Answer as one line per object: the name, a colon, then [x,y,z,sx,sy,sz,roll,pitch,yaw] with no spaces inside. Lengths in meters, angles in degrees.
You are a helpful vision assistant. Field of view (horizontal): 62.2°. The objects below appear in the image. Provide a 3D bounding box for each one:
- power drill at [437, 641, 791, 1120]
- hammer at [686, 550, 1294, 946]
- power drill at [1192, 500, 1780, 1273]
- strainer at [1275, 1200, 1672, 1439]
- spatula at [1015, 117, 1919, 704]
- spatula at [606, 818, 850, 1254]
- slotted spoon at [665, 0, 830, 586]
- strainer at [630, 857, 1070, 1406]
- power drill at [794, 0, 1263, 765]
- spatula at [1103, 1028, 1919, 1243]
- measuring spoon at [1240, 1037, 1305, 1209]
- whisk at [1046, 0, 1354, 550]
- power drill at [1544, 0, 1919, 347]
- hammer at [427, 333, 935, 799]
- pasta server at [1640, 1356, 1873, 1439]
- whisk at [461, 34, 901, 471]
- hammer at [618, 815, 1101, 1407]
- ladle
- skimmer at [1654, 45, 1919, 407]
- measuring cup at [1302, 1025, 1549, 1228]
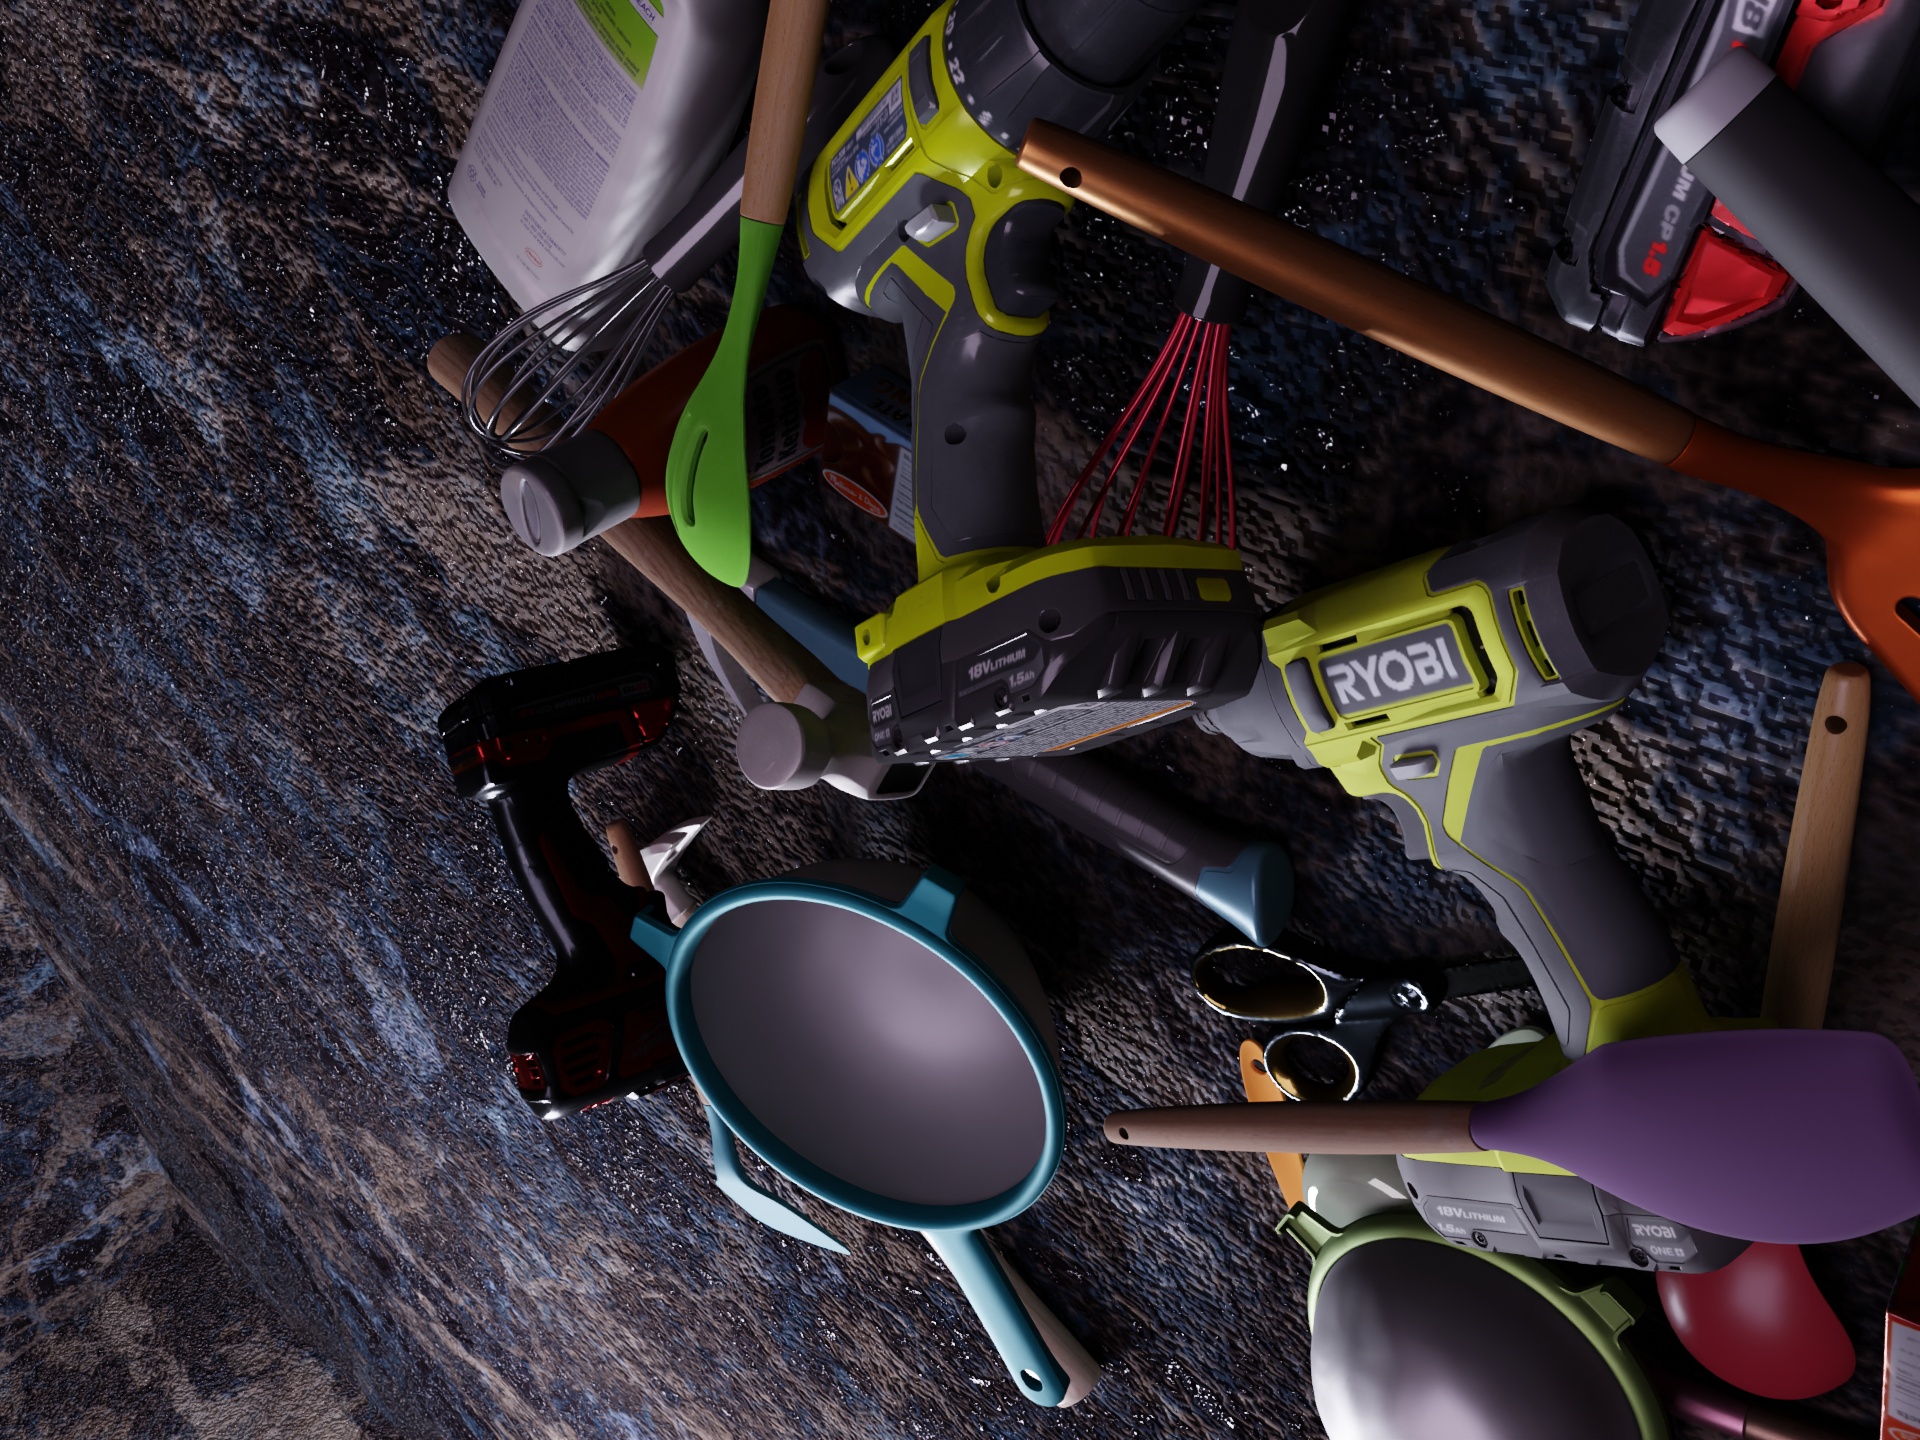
power drill: [-0.166,0.078,0.845,0.080,0.188,0.227,-19,87,57]
hammer: [-0.001,-0.002,0.696,0.331,0.033,0.128,30,137,25]
power drill: [0.170,0.056,0.521,0.171,0.080,0.223,-19,96,55]
strainer: [0.201,0.322,0.630,0.151,0.069,0.256,-1,109,45]
spatula: [0.162,-0.076,0.404,0.322,0.041,0.081,22,141,-6]
spatula: [-0.149,0.199,0.957,0.082,0.044,0.317,2,115,42]
slotted spoon: [-0.062,-0.194,0.531,0.070,0.031,0.313,48,130,55]
strainer: [-0.006,0.196,0.806,0.211,0.095,0.340,-12,115,33]
power drill: [0.021,-0.111,0.479,0.190,0.080,0.228,-22,72,58]
spatula: [0.148,0.133,0.511,0.316,0.018,0.060,-20,89,54]
measuring spoon: [0.148,0.192,0.720,0.021,0.011,0.116,0,116,47]
whisk: [0.074,-0.116,0.513,0.073,0.073,0.295,32,132,24]
power drill: [0.250,-0.103,0.329,0.220,0.078,0.143,29,137,23]
hammer: [-0.127,-0.074,0.672,0.332,0.130,0.031,42,109,29]
pasta server: [0.318,0.275,0.587,0.316,0.040,0.060,8,122,41]
whisk: [-0.110,-0.174,0.605,0.239,0.055,0.055,-35,93,26]
hammer: [-0.059,0.235,0.943,0.411,0.038,0.146,48,141,4]
ladle: [0.271,0.121,0.523,0.069,0.031,0.315,16,128,37]
skimmer: [0.250,0.024,0.309,0.363,0.090,0.127,47,171,2]
measuring cup: [0.189,0.174,0.636,0.083,0.038,0.167,38,142,18]
